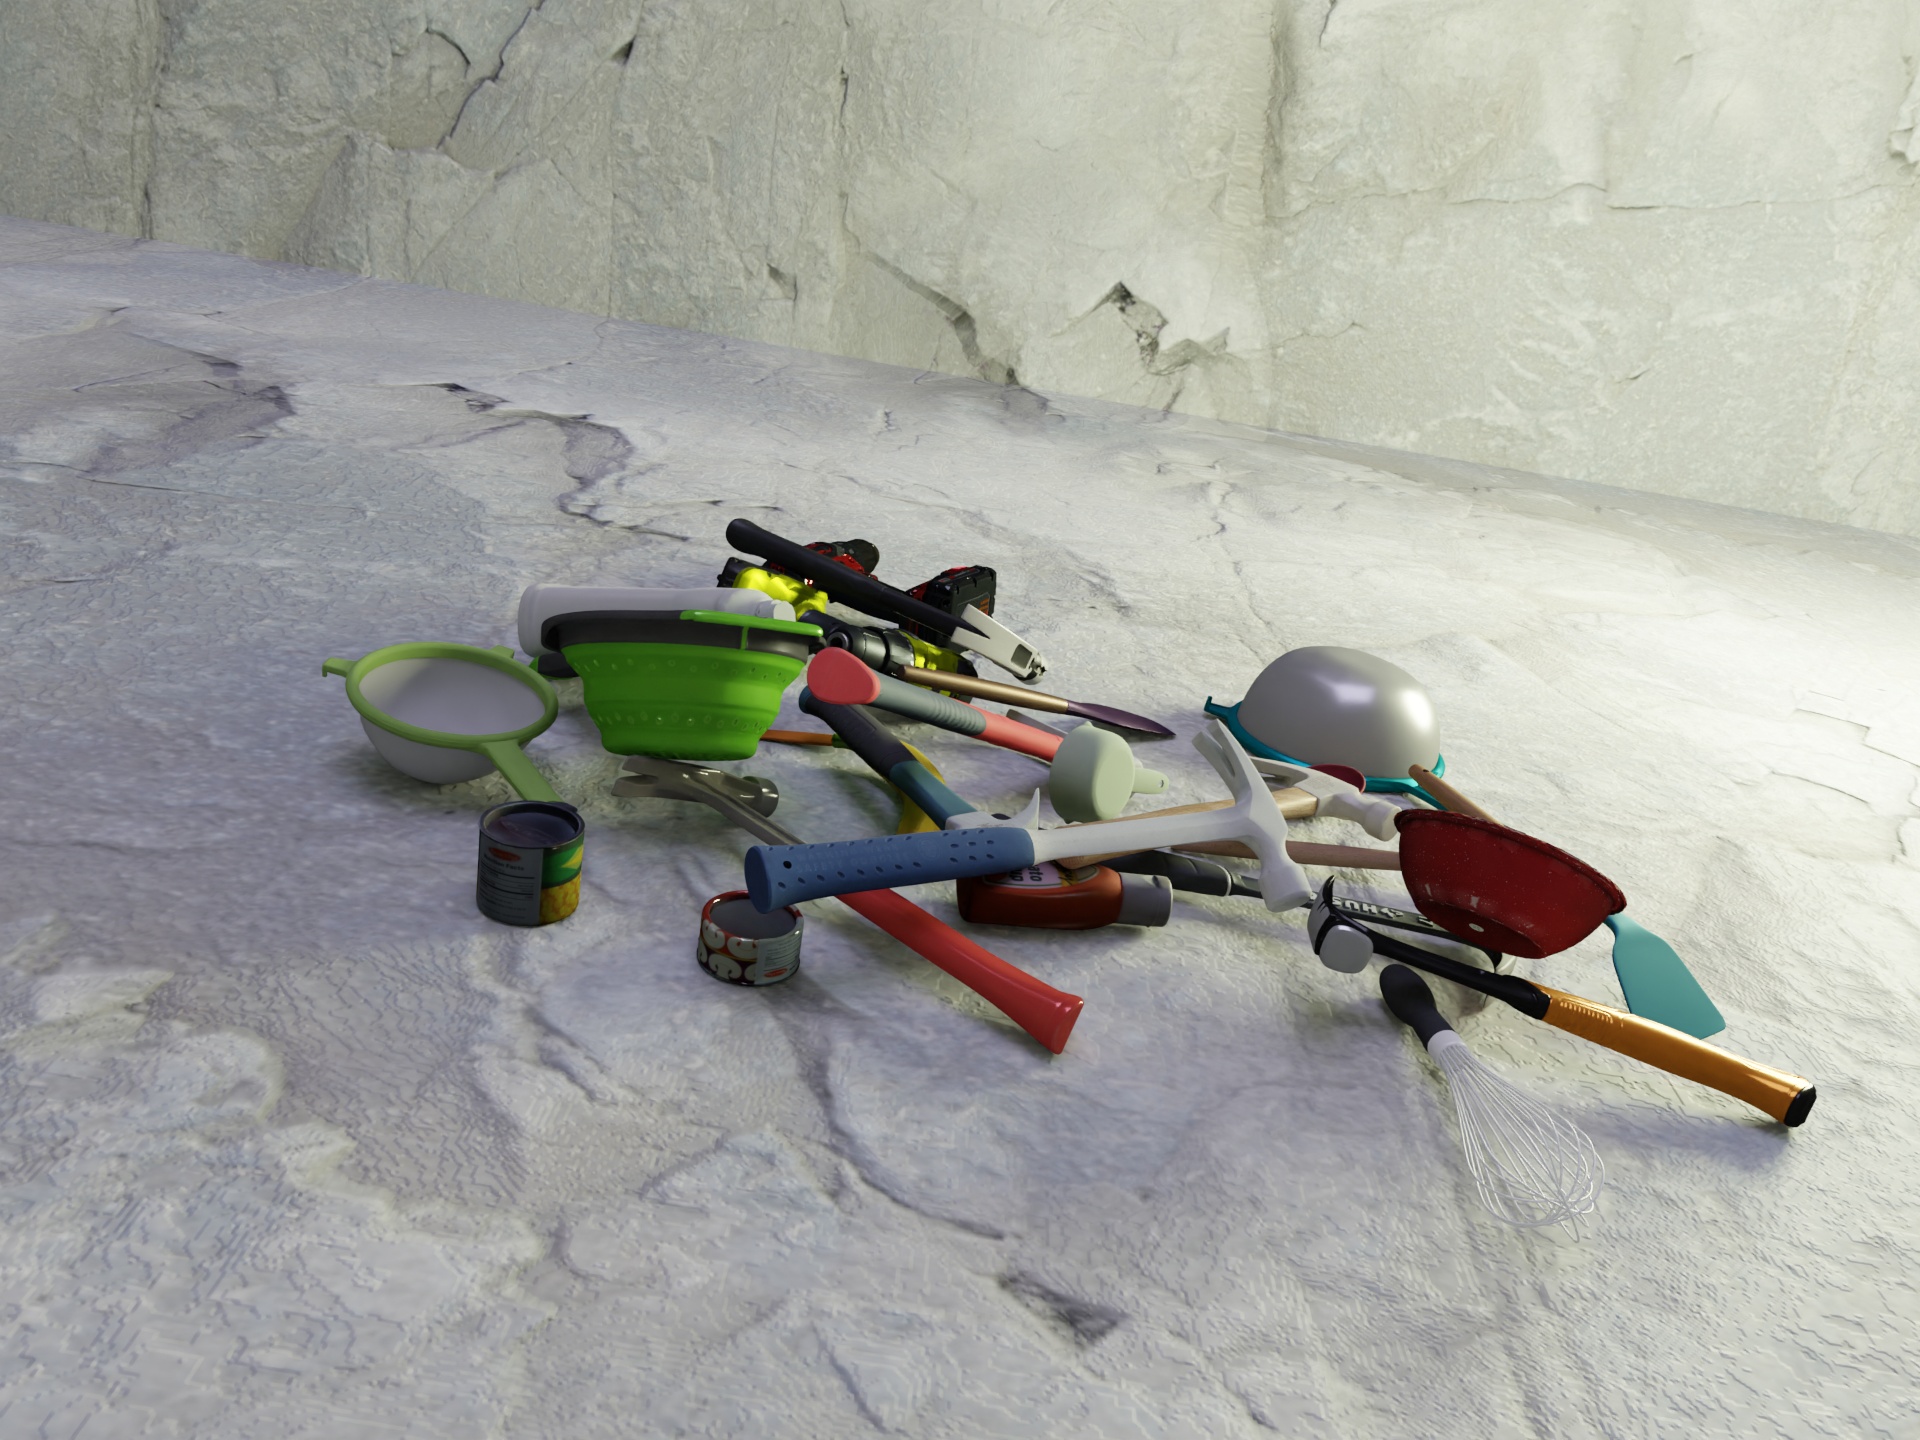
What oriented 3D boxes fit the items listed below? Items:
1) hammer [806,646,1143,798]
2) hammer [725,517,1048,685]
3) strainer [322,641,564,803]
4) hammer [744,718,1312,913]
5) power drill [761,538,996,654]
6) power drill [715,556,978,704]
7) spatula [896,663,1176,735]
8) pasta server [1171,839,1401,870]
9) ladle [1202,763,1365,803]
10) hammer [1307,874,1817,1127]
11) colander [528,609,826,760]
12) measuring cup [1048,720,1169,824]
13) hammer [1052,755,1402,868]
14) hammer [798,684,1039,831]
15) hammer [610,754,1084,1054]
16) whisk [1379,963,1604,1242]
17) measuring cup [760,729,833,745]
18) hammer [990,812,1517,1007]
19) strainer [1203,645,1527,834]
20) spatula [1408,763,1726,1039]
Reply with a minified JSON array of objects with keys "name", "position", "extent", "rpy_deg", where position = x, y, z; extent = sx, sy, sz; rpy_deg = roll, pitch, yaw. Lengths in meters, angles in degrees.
[{"name":"hammer","position":[-0.002,-0.004,1.221],"extent":[0.143,0.038,0.386],"rpy_deg":[24,3,34]},{"name":"hammer","position":[-0.083,-0.120,1.468],"extent":[0.335,0.035,0.146],"rpy_deg":[25,-1,25]},{"name":"strainer","position":[-0.347,0.031,1.152],"extent":[0.151,0.069,0.257],"rpy_deg":[-8,36,-42]},{"name":"hammer","position":[0.051,0.078,1.053],"extent":[0.405,0.035,0.144],"rpy_deg":[-4,62,-30]},{"name":"power drill","position":[-0.076,-0.140,1.668],"extent":[0.227,0.080,0.188],"rpy_deg":[17,22,24]},{"name":"power drill","position":[-0.117,-0.073,1.416],"extent":[0.229,0.080,0.190],"rpy_deg":[23,3,32]},{"name":"spatula","position":[0.071,-0.018,1.417],"extent":[0.315,0.018,0.060],"rpy_deg":[11,15,-39]},{"name":"pasta server","position":[0.324,0.117,1.269],"extent":[0.316,0.040,0.060],"rpy_deg":[5,22,0]},{"name":"ladle","position":[0.215,0.075,1.323],"extent":[0.315,0.031,0.069],"rpy_deg":[-8,23,-33]},{"name":"hammer","position":[0.392,0.189,1.049],"extent":[0.337,0.034,0.127],"rpy_deg":[21,12,4]},{"name":"colander","position":[-0.249,-0.016,1.219],"extent":[0.204,0.094,0.397],"rpy_deg":[6,-6,-35]},{"name":"measuring cup","position":[0.134,0.049,1.275],"extent":[0.038,0.083,0.167],"rpy_deg":[13,3,40]},{"name":"hammer","position":[0.192,0.074,1.213],"extent":[0.331,0.031,0.130],"rpy_deg":[-6,24,-41]},{"name":"hammer","position":[-0.048,0.034,1.203],"extent":[0.128,0.033,0.331],"rpy_deg":[-8,24,-25]},{"name":"hammer","position":[-0.070,0.114,1.054],"extent":[0.359,0.036,0.149],"rpy_deg":[29,9,33]},{"name":"whisk","position":[0.312,0.219,0.976],"extent":[0.070,0.070,0.285],"rpy_deg":[7,18,-7]},{"name":"measuring cup","position":[-0.171,-0.012,1.336],"extent":[0.173,0.052,0.095],"rpy_deg":[7,22,-1]},{"name":"hammer","position":[0.212,0.127,1.185],"extent":[0.409,0.036,0.149],"rpy_deg":[11,23,5]},{"name":"strainer","position":[0.399,0.008,1.472],"extent":[0.211,0.095,0.341],"rpy_deg":[-4,24,-30]},{"name":"spatula","position":[0.445,0.127,1.218],"extent":[0.082,0.044,0.318],"rpy_deg":[-7,33,-25]}]
